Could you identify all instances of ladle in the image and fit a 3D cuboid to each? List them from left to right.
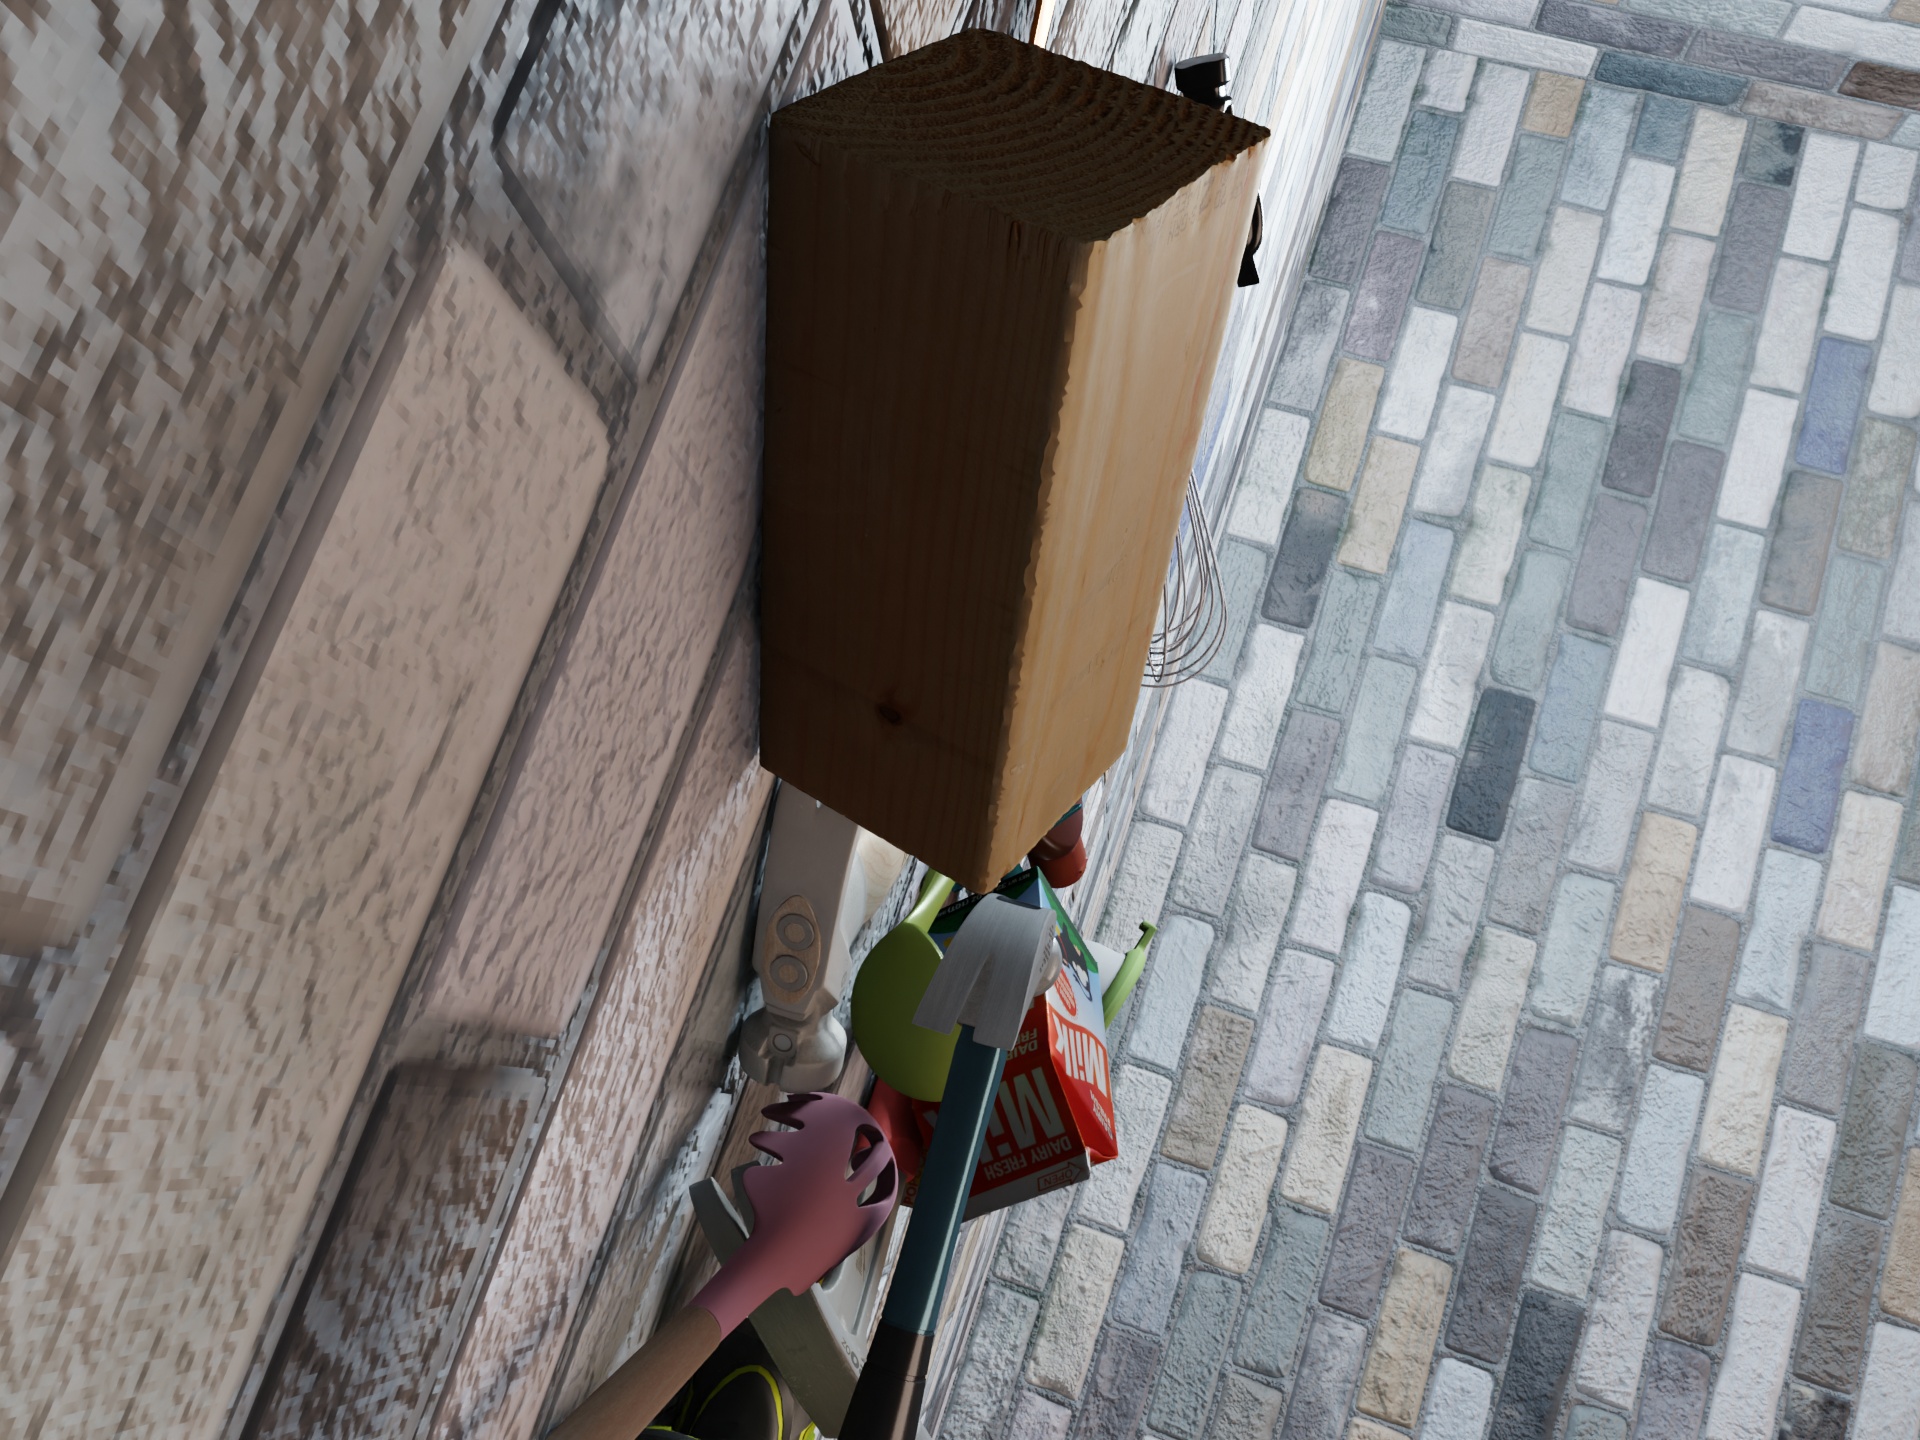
[{"bbox_3d":[0.009,0.061,0.786,0.320,0.062,0.078,-68,158,-56],"label":"ladle"}]

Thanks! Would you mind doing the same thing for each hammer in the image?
[{"bbox_3d":[-0.034,0.180,0.740,0.149,0.036,0.359,64,13,-12],"label":"hammer"},{"bbox_3d":[-0.021,0.218,0.536,0.128,0.033,0.331,69,36,-72],"label":"hammer"},{"bbox_3d":[-0.001,-0.002,0.720,0.411,0.038,0.146,-53,156,-65],"label":"hammer"},{"bbox_3d":[0.122,-0.244,0.749,0.337,0.034,0.127,-71,151,-66],"label":"hammer"}]

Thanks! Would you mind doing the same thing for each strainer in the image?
[{"bbox_3d":[0.032,0.207,0.969,0.151,0.069,0.256,-57,172,24],"label":"strainer"}]

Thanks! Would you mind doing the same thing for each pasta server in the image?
[{"bbox_3d":[-0.095,0.190,0.454,0.316,0.040,0.060,-31,97,-61],"label":"pasta server"}]

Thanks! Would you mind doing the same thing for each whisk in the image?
[{"bbox_3d":[0.095,-0.158,0.778,0.070,0.070,0.284,-11,100,-79],"label":"whisk"}]

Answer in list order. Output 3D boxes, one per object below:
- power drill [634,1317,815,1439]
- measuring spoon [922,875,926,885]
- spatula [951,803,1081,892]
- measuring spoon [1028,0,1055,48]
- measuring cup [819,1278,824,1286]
[{"bbox_3d":[-0.106,0.317,0.568,0.223,0.080,0.171,80,28,-76],"label":"power drill"},{"bbox_3d":[-0.005,0.084,0.920,0.124,0.018,0.034,-6,111,-72],"label":"measuring spoon"},{"bbox_3d":[0.040,0.116,0.976,0.082,0.044,0.317,-34,156,-8],"label":"spatula"},{"bbox_3d":[0.024,-0.243,0.540,0.021,0.011,0.117,-14,117,-79],"label":"measuring spoon"},{"bbox_3d":[-0.059,0.240,0.869,0.157,0.029,0.062,-80,-178,-55],"label":"measuring cup"}]
